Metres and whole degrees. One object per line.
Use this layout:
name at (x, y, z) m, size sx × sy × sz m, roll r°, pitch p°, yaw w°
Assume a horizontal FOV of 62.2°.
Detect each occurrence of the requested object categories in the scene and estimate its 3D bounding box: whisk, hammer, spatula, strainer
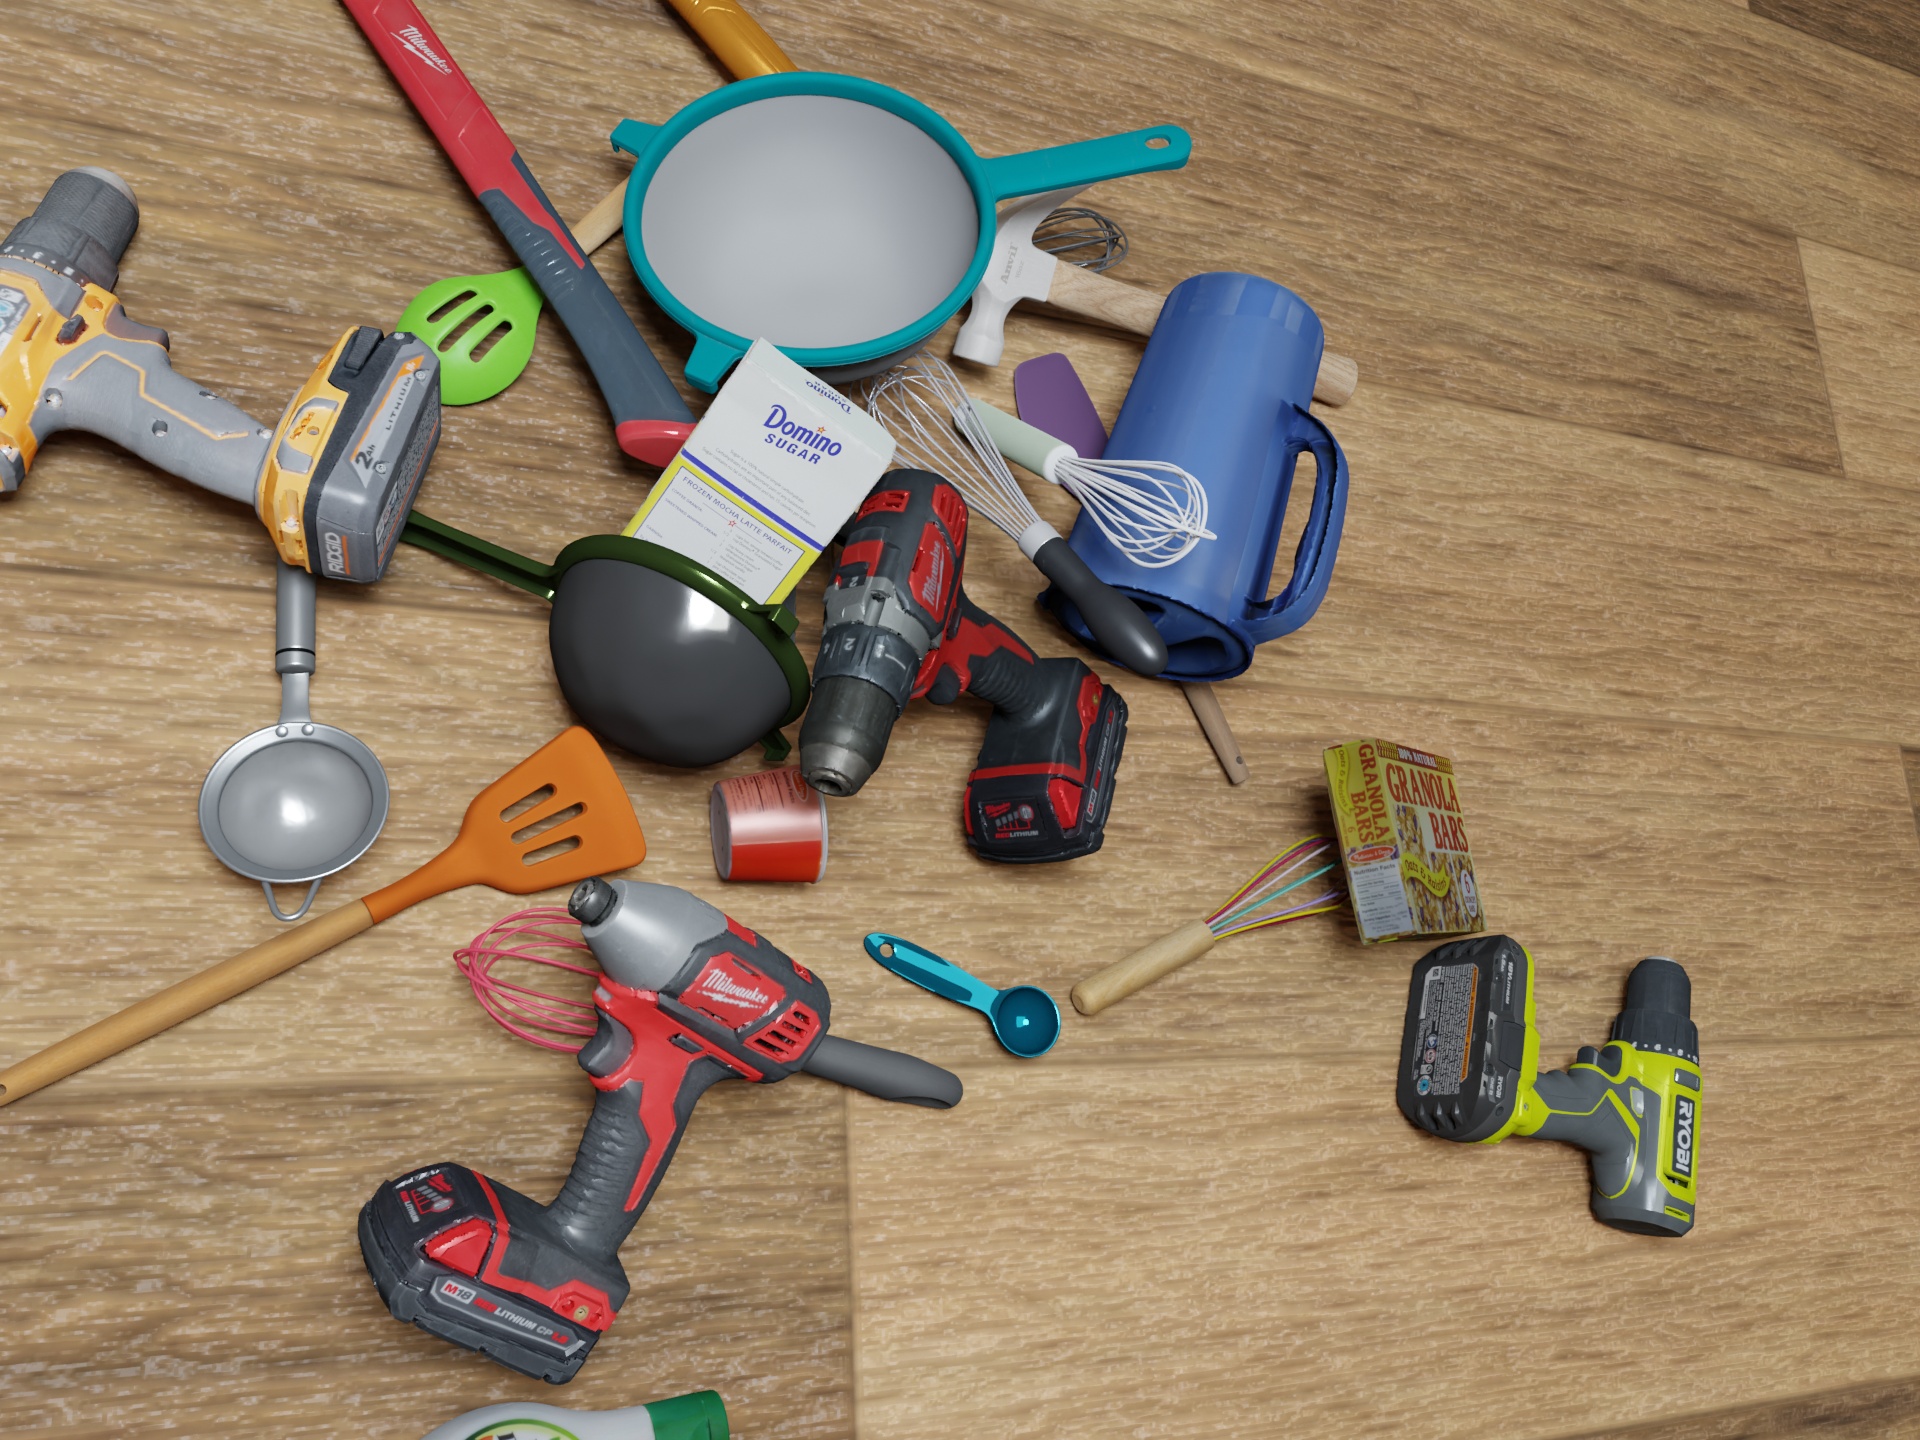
whisk at (0.065, -0.150, 0.945) m, size 0.059 × 0.247 × 0.058 m, roll 11°, pitch 108°, yaw -38°
whisk at (0.007, -0.304, 1.049) m, size 0.239 × 0.055 × 0.055 m, roll -16°, pitch 83°, yaw -25°
hammer at (-0.248, -0.312, 0.900) m, size 0.143 × 0.038 × 0.386 m, roll -31°, pitch 84°, yaw -33°
whisk at (0.173, 0.129, 1.010) m, size 0.245 × 0.051 × 0.047 m, roll -23°, pitch 92°, yaw -27°
spatula at (0.116, -0.101, 1.060) m, size 0.060 × 0.018 × 0.316 m, roll -24°, pitch 86°, yaw -28°
strainer at (-0.027, -0.288, 0.951) m, size 0.340 × 0.095 × 0.211 m, roll -15°, pitch 67°, yaw -12°
strainer at (-0.332, -0.020, 0.799) m, size 0.087 × 0.050 × 0.259 m, roll -2°, pitch 71°, yaw -16°
strainer at (-0.206, -0.043, 0.825) m, size 0.256 × 0.151 × 0.069 m, roll 23°, pitch 61°, yaw 5°
hammer at (0.150, -0.274, 1.091) m, size 0.331 × 0.031 × 0.130 m, roll 8°, pitch 104°, yaw -33°
hammer at (-0.174, -0.472, 0.998) m, size 0.337 × 0.034 × 0.127 m, roll 48°, pitch 61°, yaw -2°
whisk at (-0.124, 0.162, 0.842) m, size 0.295 × 0.073 × 0.073 m, roll 22°, pitch 67°, yaw -25°
whisk at (0.027, -0.124, 0.935) m, size 0.070 × 0.070 × 0.285 m, roll -24°, pitch 60°, yaw -30°
spatula at (-0.311, 0.103, 0.773) m, size 0.322 × 0.041 × 0.081 m, roll -28°, pitch 96°, yaw -29°

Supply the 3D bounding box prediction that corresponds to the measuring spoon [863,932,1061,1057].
measuring spoon at (-0.001, 0.158, 0.931) m, size 0.128 × 0.021 × 0.042 m, roll 28°, pitch 65°, yaw -7°

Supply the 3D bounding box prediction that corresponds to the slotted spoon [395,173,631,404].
slotted spoon at (-0.216, -0.297, 0.945) m, size 0.070 × 0.031 × 0.314 m, roll 40°, pitch 60°, yaw -6°

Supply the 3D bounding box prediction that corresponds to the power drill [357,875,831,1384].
power drill at (-0.173, 0.182, 0.746) m, size 0.143 × 0.079 × 0.220 m, roll 41°, pitch 80°, yaw -32°

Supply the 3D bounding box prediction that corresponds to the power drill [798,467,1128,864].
power drill at (-0.001, -0.003, 0.873) m, size 0.226 × 0.080 × 0.188 m, roll 47°, pitch 48°, yaw -42°

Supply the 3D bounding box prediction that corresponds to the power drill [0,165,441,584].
power drill at (-0.378, -0.176, 0.789) m, size 0.226 × 0.084 × 0.185 m, roll 16°, pitch 60°, yaw -10°

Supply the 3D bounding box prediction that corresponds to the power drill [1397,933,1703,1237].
power drill at (0.416, 0.229, 1.084) m, size 0.228 × 0.080 × 0.191 m, roll 24°, pitch 66°, yaw -22°
